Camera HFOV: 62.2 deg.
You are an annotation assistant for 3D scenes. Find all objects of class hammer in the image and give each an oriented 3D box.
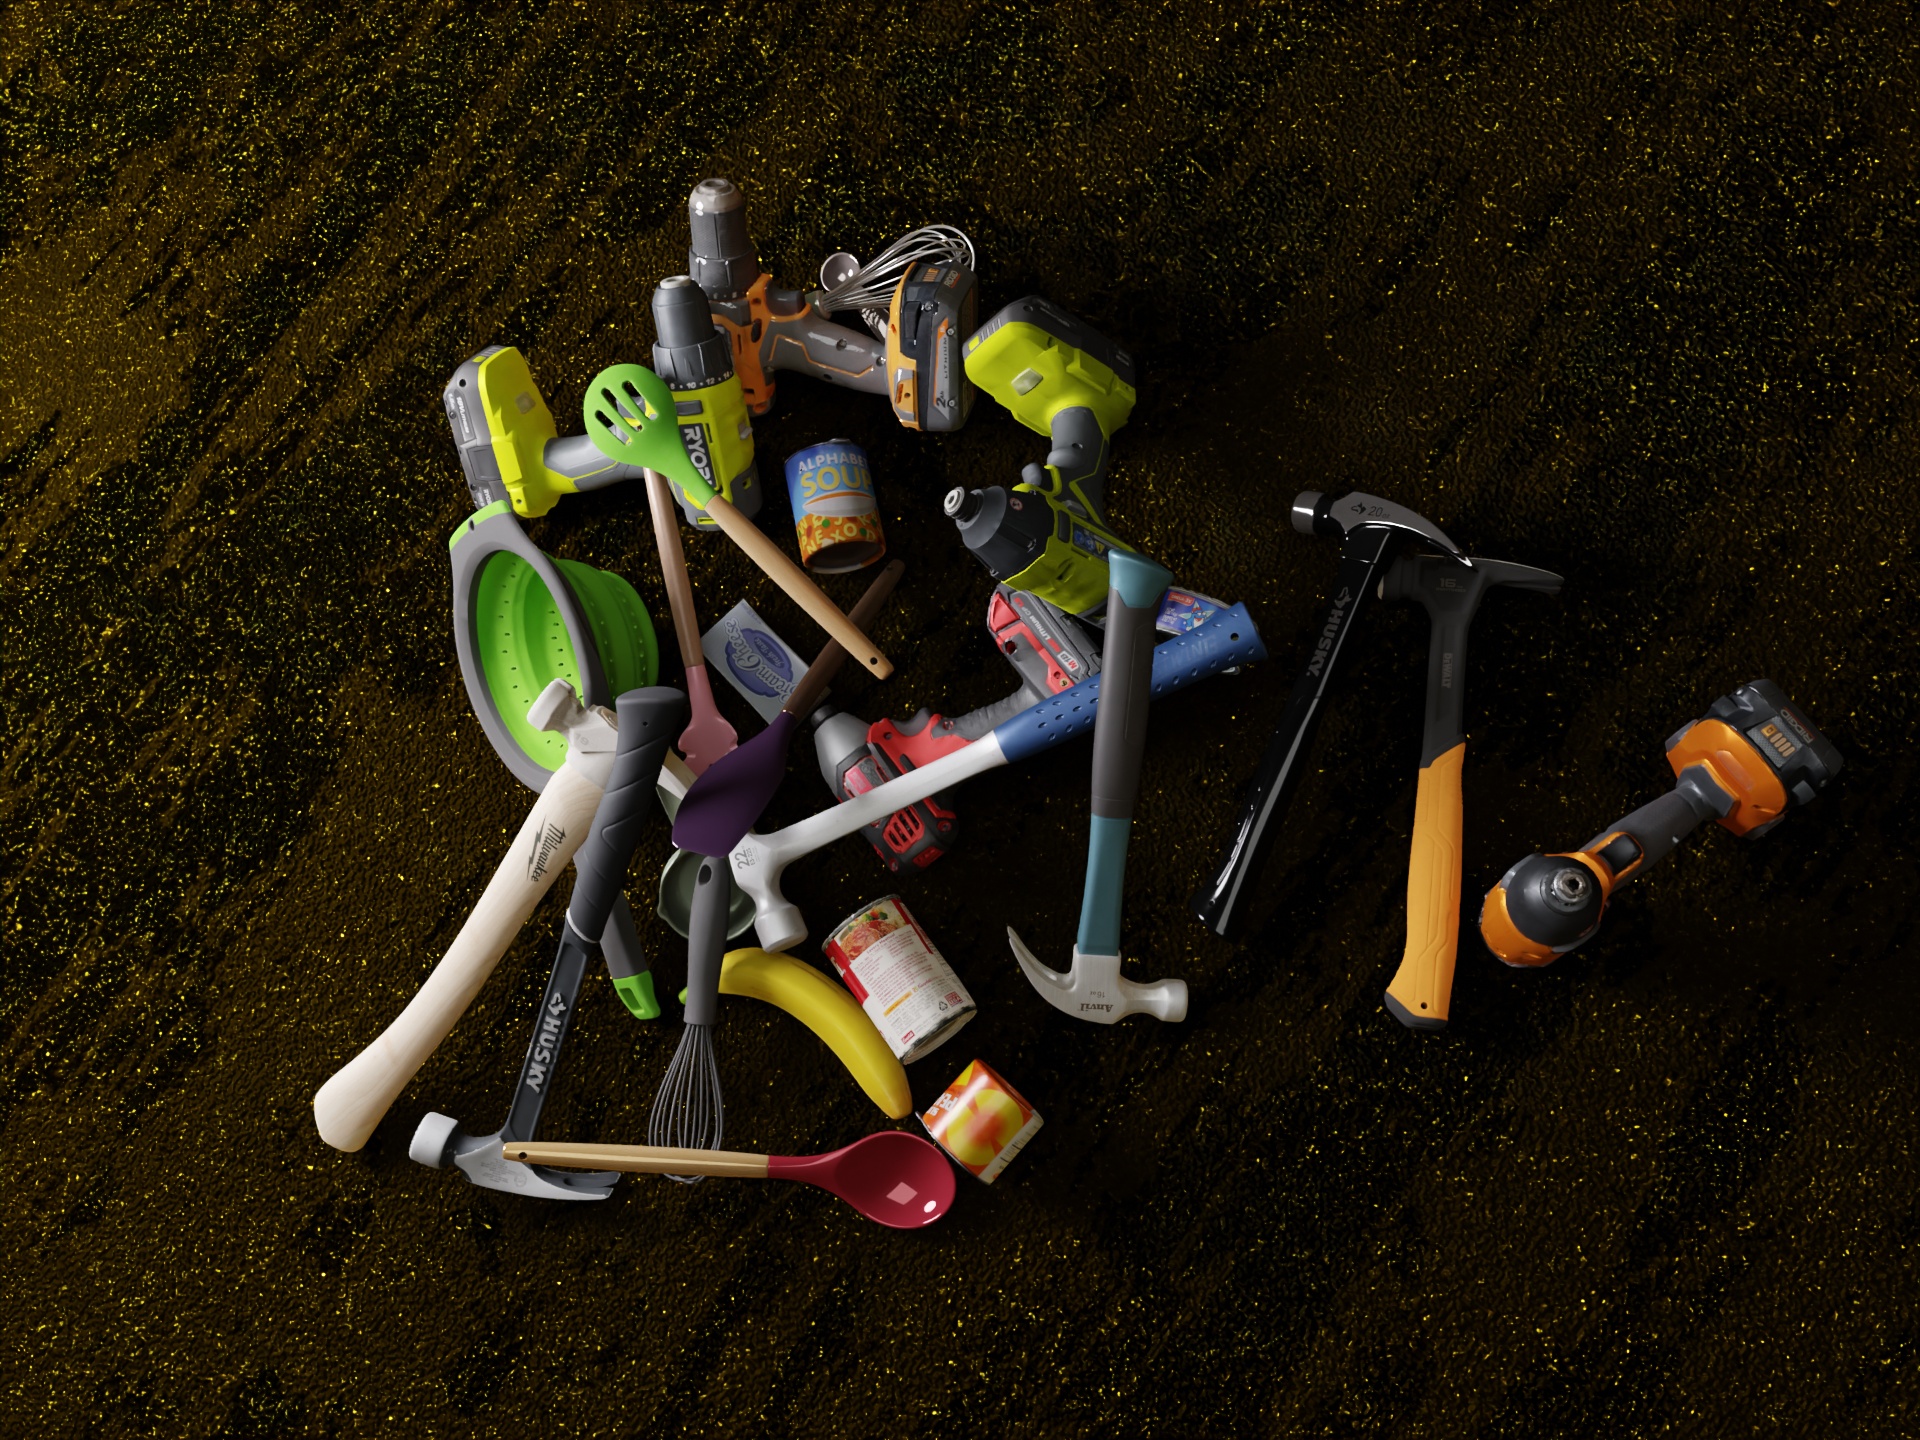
[{"bbox_3d":[0.016,0.017,1.110,0.405,0.035,0.144,-25,77,10],"label":"hammer"},{"bbox_3d":[-0.263,0.162,1.105,0.149,0.036,0.408,21,108,-2],"label":"hammer"},{"bbox_3d":[-0.340,0.167,1.150,0.146,0.038,0.410,36,106,-6],"label":"hammer"},{"bbox_3d":[0.246,-0.001,1.124,0.146,0.035,0.335,19,85,45],"label":"hammer"},{"bbox_3d":[0.345,0.047,1.114,0.127,0.034,0.337,6,78,13],"label":"hammer"},{"bbox_3d":[0.105,0.050,1.068,0.128,0.033,0.331,3,107,-4],"label":"hammer"}]

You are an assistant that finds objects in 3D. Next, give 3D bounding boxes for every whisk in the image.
[{"bbox_3d":[-0.190,0.215,1.148,0.055,0.055,0.239,6,89,12],"label":"whisk"},{"bbox_3d":[-0.103,-0.335,1.276,0.246,0.058,0.059,-16,92,18],"label":"whisk"}]

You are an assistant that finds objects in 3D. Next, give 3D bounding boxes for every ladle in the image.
[{"bbox_3d":[-0.160,0.312,1.112,0.315,0.031,0.069,5,93,-3],"label":"ladle"}]

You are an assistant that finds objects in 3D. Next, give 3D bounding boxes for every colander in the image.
[{"bbox_3d":[-0.270,0.026,1.207,0.204,0.094,0.397,-18,91,50],"label":"colander"}]

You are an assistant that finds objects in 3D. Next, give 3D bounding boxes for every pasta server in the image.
[{"bbox_3d":[-0.207,-0.067,1.200,0.060,0.040,0.316,-11,95,1],"label":"pasta server"}]

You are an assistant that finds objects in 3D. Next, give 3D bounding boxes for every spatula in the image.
[{"bbox_3d":[-0.114,-0.018,1.143,0.060,0.018,0.316,13,47,21],"label":"spatula"}]

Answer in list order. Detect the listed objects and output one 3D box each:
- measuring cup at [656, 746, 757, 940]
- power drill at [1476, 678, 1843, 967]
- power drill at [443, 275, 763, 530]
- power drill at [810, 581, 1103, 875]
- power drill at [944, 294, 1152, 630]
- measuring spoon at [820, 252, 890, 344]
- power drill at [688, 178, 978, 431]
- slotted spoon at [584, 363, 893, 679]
[{"bbox_3d":[-0.199,0.082,1.173,0.083,0.038,0.167,-20,102,-6],"label":"measuring cup"},{"bbox_3d":[0.443,0.072,1.023,0.226,0.164,0.084,-35,72,-1],"label":"power drill"},{"bbox_3d":[-0.276,-0.242,1.240,0.228,0.080,0.190,-1,119,14],"label":"power drill"},{"bbox_3d":[-0.002,-0.004,1.174,0.219,0.078,0.143,-40,73,3],"label":"power drill"},{"bbox_3d":[0.062,-0.188,1.141,0.080,0.171,0.223,-32,45,41],"label":"power drill"},{"bbox_3d":[-0.069,-0.331,1.300,0.034,0.018,0.124,-40,79,10],"label":"measuring spoon"},{"bbox_3d":[-0.104,-0.316,1.219,0.226,0.185,0.084,8,40,11],"label":"power drill"},{"bbox_3d":[-0.162,-0.144,1.165,0.314,0.031,0.070,45,96,3],"label":"slotted spoon"}]
